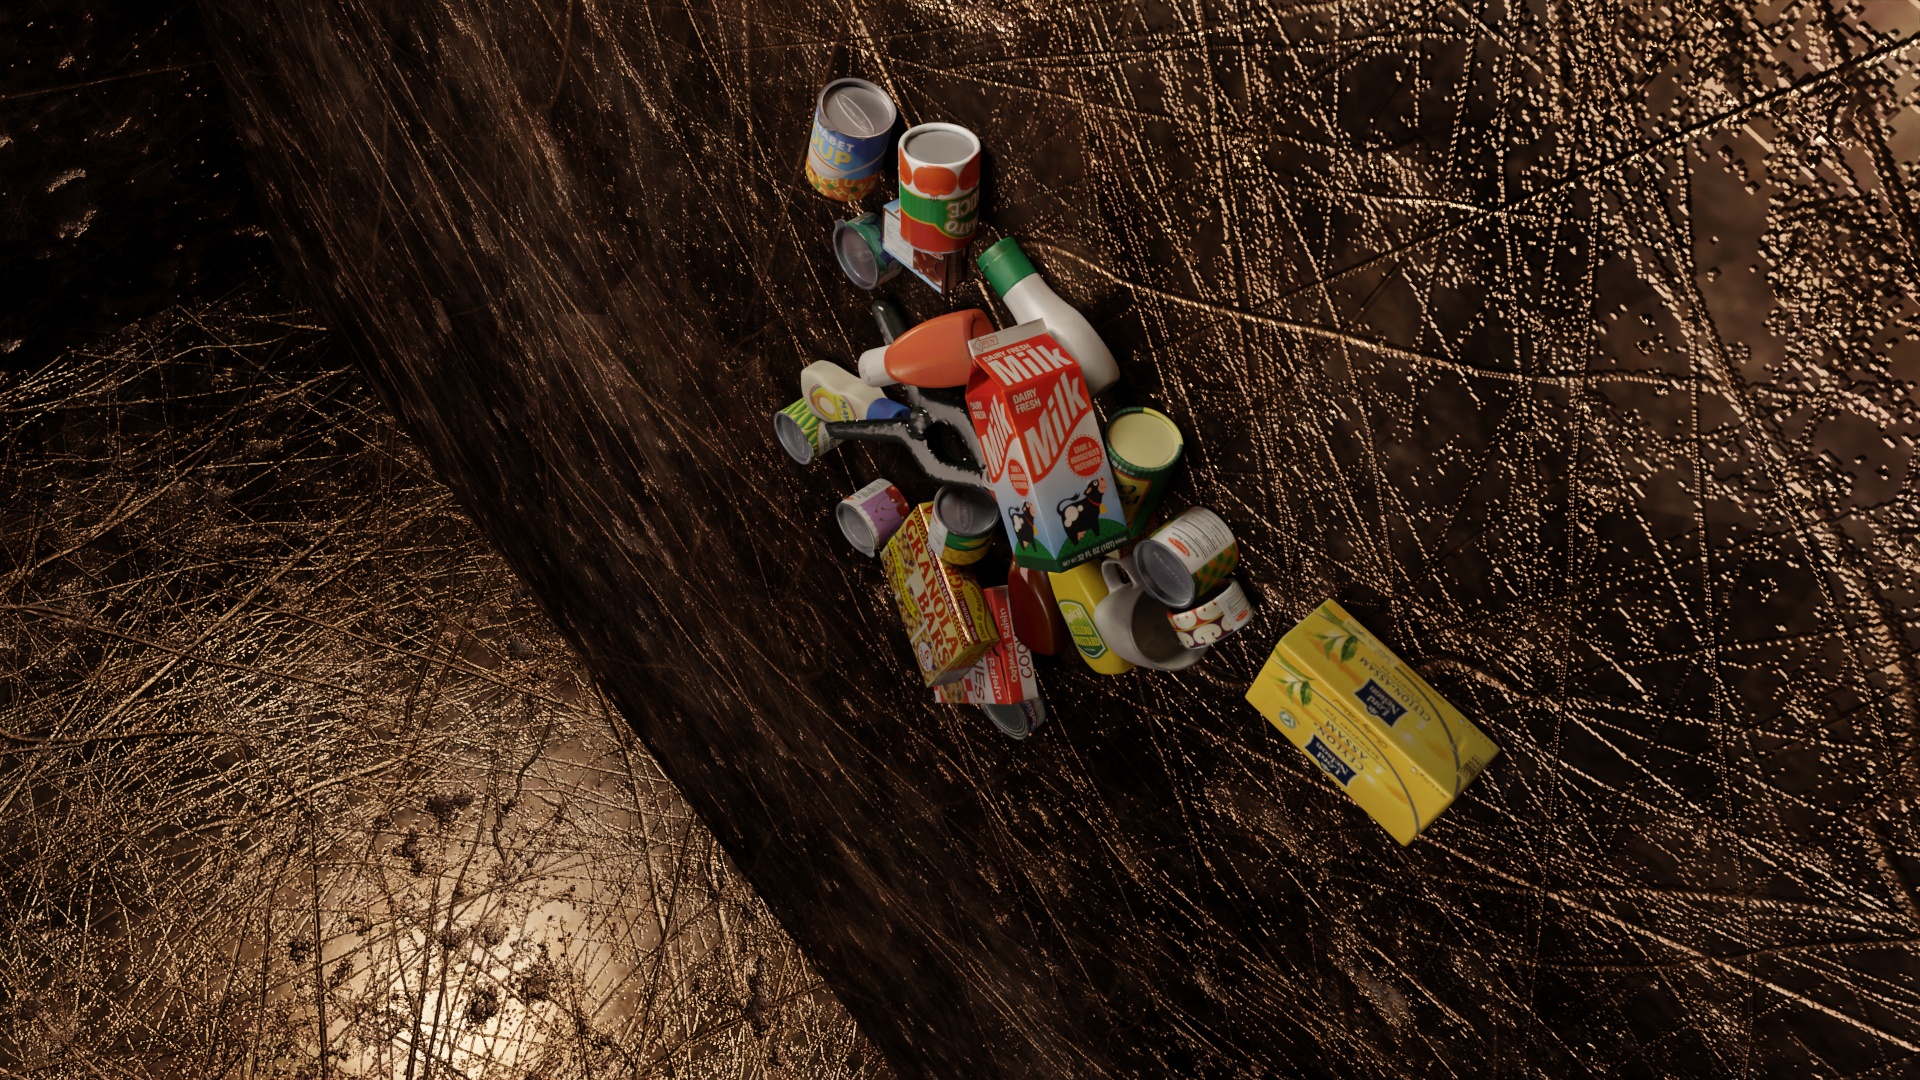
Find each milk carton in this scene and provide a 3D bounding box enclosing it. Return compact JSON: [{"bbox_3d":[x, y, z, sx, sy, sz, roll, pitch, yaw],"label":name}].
[{"bbox_3d":[0.063,-0.076,1.100,0.073,0.072,0.190,5,114,65],"label":"milk carton"}]

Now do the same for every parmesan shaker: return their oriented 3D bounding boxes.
[{"bbox_3d":[0.134,-0.056,1.140,0.071,0.071,0.102,45,151,19],"label":"parmesan shaker"}]

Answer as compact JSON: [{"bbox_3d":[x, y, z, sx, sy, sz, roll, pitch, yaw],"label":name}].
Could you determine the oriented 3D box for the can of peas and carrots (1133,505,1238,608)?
[{"bbox_3d":[0.185,0.014,1.144,0.071,0.059,0.070,39,149,29],"label":"can of peas and carrots"}]

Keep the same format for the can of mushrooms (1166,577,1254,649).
[{"bbox_3d":[0.205,0.061,1.153,0.033,0.071,0.071,60,152,-8],"label":"can of mushrooms"}]

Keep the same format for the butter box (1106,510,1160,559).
[{"bbox_3d":[0.121,-0.014,1.223,0.103,0.053,0.024,18,132,49],"label":"butter box"}]

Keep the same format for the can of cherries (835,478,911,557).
[{"bbox_3d":[-0.095,-0.025,1.552,0.071,0.058,0.071,37,147,30],"label":"can of cherries"}]

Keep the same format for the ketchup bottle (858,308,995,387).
[{"bbox_3d":[-0.032,-0.168,1.272,0.148,0.044,0.064,-6,110,44],"label":"ketchup bottle"}]

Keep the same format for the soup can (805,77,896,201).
[{"bbox_3d":[-0.098,-0.342,1.192,0.071,0.071,0.083,49,152,12],"label":"soup can"}]

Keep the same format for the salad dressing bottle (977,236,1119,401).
[{"bbox_3d":[0.070,-0.179,1.135,0.147,0.044,0.064,55,153,4],"label":"salad dressing bottle"}]

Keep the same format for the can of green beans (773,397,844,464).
[{"bbox_3d":[-0.166,-0.127,1.552,0.071,0.058,0.071,38,148,30],"label":"can of green beans"}]

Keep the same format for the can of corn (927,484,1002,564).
[{"bbox_3d":[0.005,-0.017,1.395,0.071,0.071,0.058,45,152,19],"label":"can of corn"}]

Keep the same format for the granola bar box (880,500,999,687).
[{"bbox_3d":[-0.025,0.058,1.476,0.123,0.039,0.166,-50,55,54],"label":"granola bar box"}]

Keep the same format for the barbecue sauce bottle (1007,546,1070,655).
[{"bbox_3d":[0.074,0.044,1.373,0.065,0.044,0.147,30,143,39],"label":"barbecue sauce bottle"}]

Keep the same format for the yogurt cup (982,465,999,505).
[{"bbox_3d":[0.060,-0.048,1.273,0.072,0.072,0.053,19,143,49],"label":"yogurt cup"}]

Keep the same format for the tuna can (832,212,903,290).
[{"bbox_3d":[-0.087,-0.272,1.294,0.071,0.033,0.070,38,148,30],"label":"tuna can"}]

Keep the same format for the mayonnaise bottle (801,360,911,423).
[{"bbox_3d":[-0.109,-0.143,1.461,0.148,0.041,0.064,27,139,42],"label":"mayonnaise bottle"}]

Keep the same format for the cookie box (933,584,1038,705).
[{"bbox_3d":[0.016,0.114,1.503,0.167,0.040,0.123,-10,90,61],"label":"cookie box"}]

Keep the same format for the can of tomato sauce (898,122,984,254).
[{"bbox_3d":[-0.015,-0.286,1.129,0.071,0.071,0.082,39,148,29],"label":"can of tomato sauce"}]

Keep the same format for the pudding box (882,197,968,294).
[{"bbox_3d":[-0.032,-0.260,1.222,0.084,0.030,0.049,41,148,26],"label":"pudding box"}]

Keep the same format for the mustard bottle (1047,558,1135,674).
[{"bbox_3d":[0.117,0.049,1.303,0.065,0.049,0.160,-7,115,58],"label":"mustard bottle"}]
